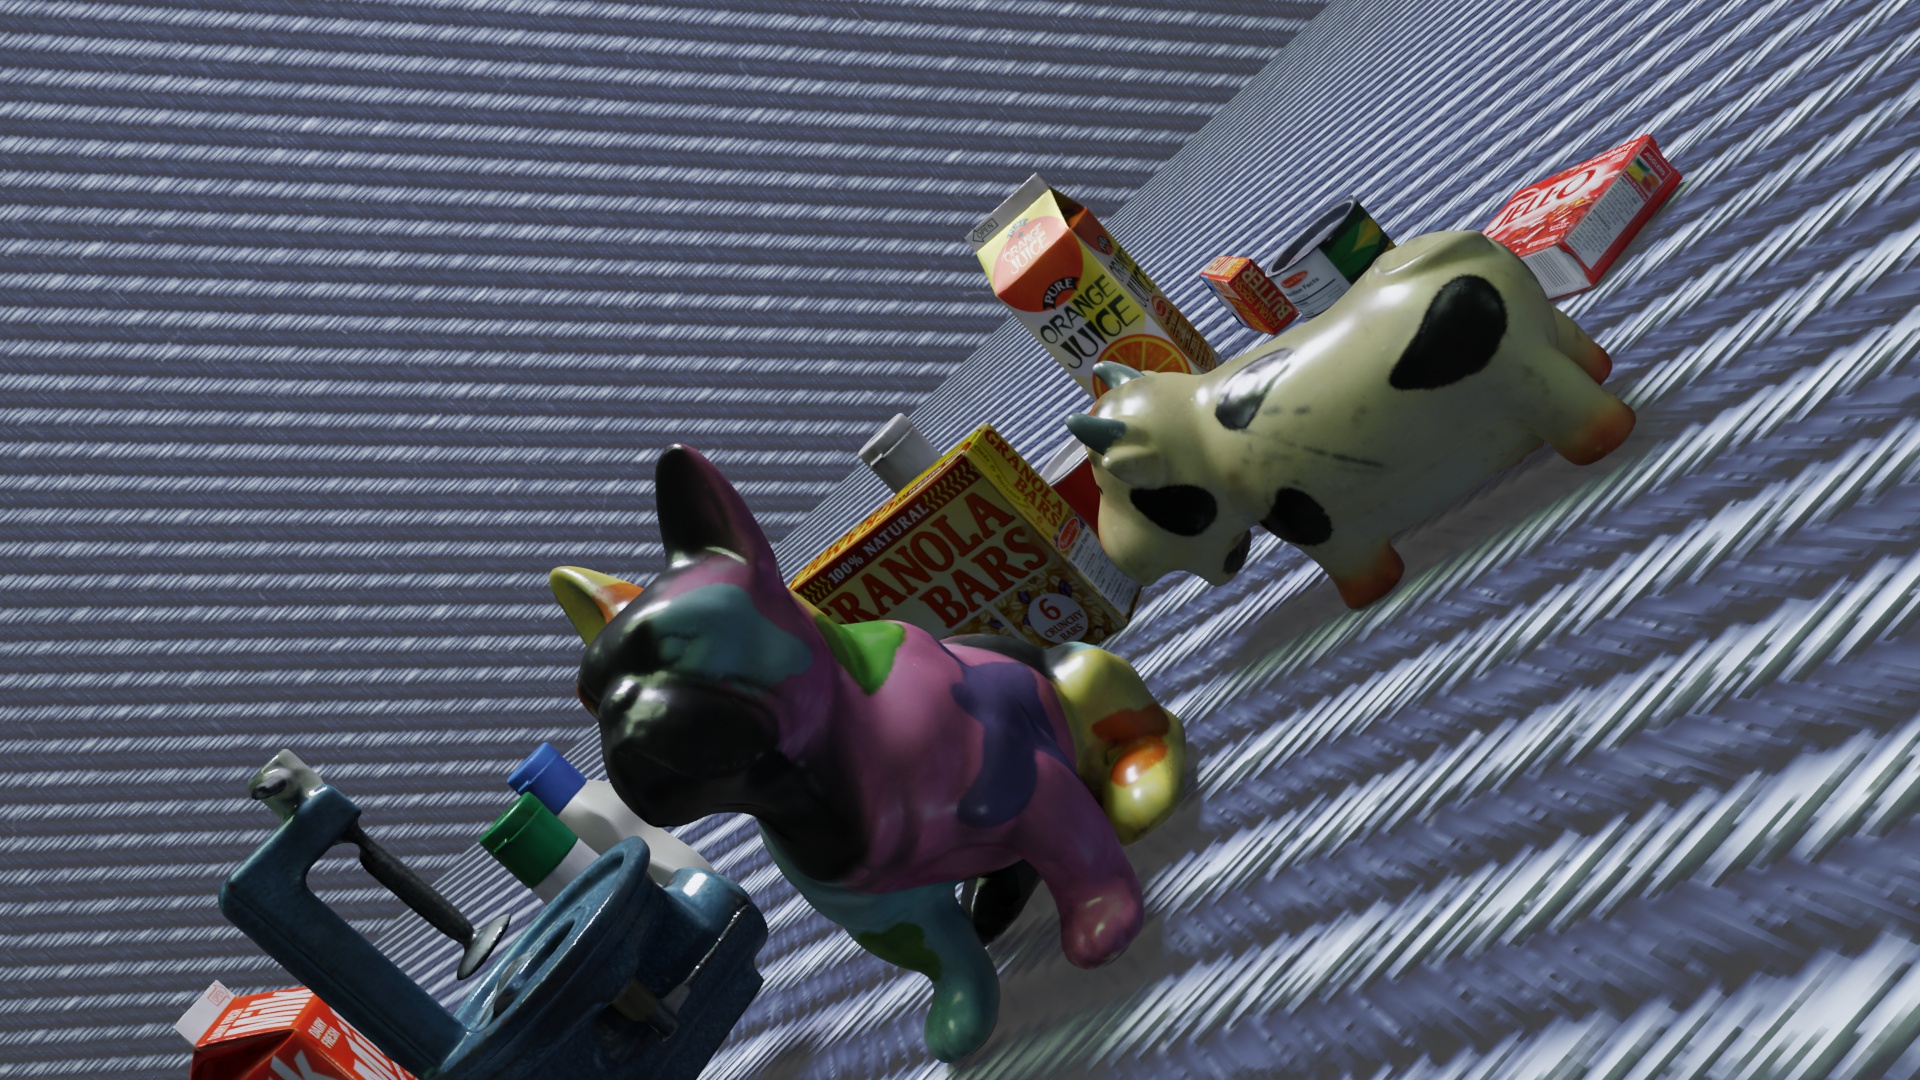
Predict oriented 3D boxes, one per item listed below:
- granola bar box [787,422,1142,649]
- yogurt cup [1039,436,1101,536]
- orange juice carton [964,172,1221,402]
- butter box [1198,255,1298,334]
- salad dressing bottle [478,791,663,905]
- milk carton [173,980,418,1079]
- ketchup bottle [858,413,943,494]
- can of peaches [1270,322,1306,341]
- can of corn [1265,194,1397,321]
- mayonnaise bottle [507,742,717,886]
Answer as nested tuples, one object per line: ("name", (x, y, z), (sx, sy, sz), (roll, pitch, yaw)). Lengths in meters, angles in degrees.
("granola bar box", (-0.003, 0.030, 0.757), (0.165, 0.124, 0.039), (-37, 12, 37))
("yogurt cup", (0.088, -0.038, 0.876), (0.072, 0.054, 0.072), (-43, 10, 9))
("orange juice carton", (0.093, -0.165, 0.977), (0.071, 0.192, 0.073), (-40, 11, 26))
("butter box", (0.203, -0.175, 0.987), (0.024, 0.053, 0.104), (-43, 10, 8))
("salad dressing bottle", (-0.192, 0.198, 0.750), (0.064, 0.147, 0.044), (-41, 10, 19))
("milk carton", (-0.316, 0.297, 0.706), (0.073, 0.190, 0.072), (-46, 10, -9))
("ketchup bottle", (0.003, -0.010, 0.826), (0.064, 0.148, 0.044), (-36, 12, 41))
("can of peaches", (0.162, -0.061, 0.664), (0.071, 0.058, 0.071), (-43, 10, 9))
("can of corn", (0.225, -0.158, 0.814), (0.071, 0.058, 0.071), (-43, 10, 9))
("mayonnaise bottle", (-0.233, 0.196, 0.920), (0.064, 0.148, 0.041), (-40, 10, 24))
